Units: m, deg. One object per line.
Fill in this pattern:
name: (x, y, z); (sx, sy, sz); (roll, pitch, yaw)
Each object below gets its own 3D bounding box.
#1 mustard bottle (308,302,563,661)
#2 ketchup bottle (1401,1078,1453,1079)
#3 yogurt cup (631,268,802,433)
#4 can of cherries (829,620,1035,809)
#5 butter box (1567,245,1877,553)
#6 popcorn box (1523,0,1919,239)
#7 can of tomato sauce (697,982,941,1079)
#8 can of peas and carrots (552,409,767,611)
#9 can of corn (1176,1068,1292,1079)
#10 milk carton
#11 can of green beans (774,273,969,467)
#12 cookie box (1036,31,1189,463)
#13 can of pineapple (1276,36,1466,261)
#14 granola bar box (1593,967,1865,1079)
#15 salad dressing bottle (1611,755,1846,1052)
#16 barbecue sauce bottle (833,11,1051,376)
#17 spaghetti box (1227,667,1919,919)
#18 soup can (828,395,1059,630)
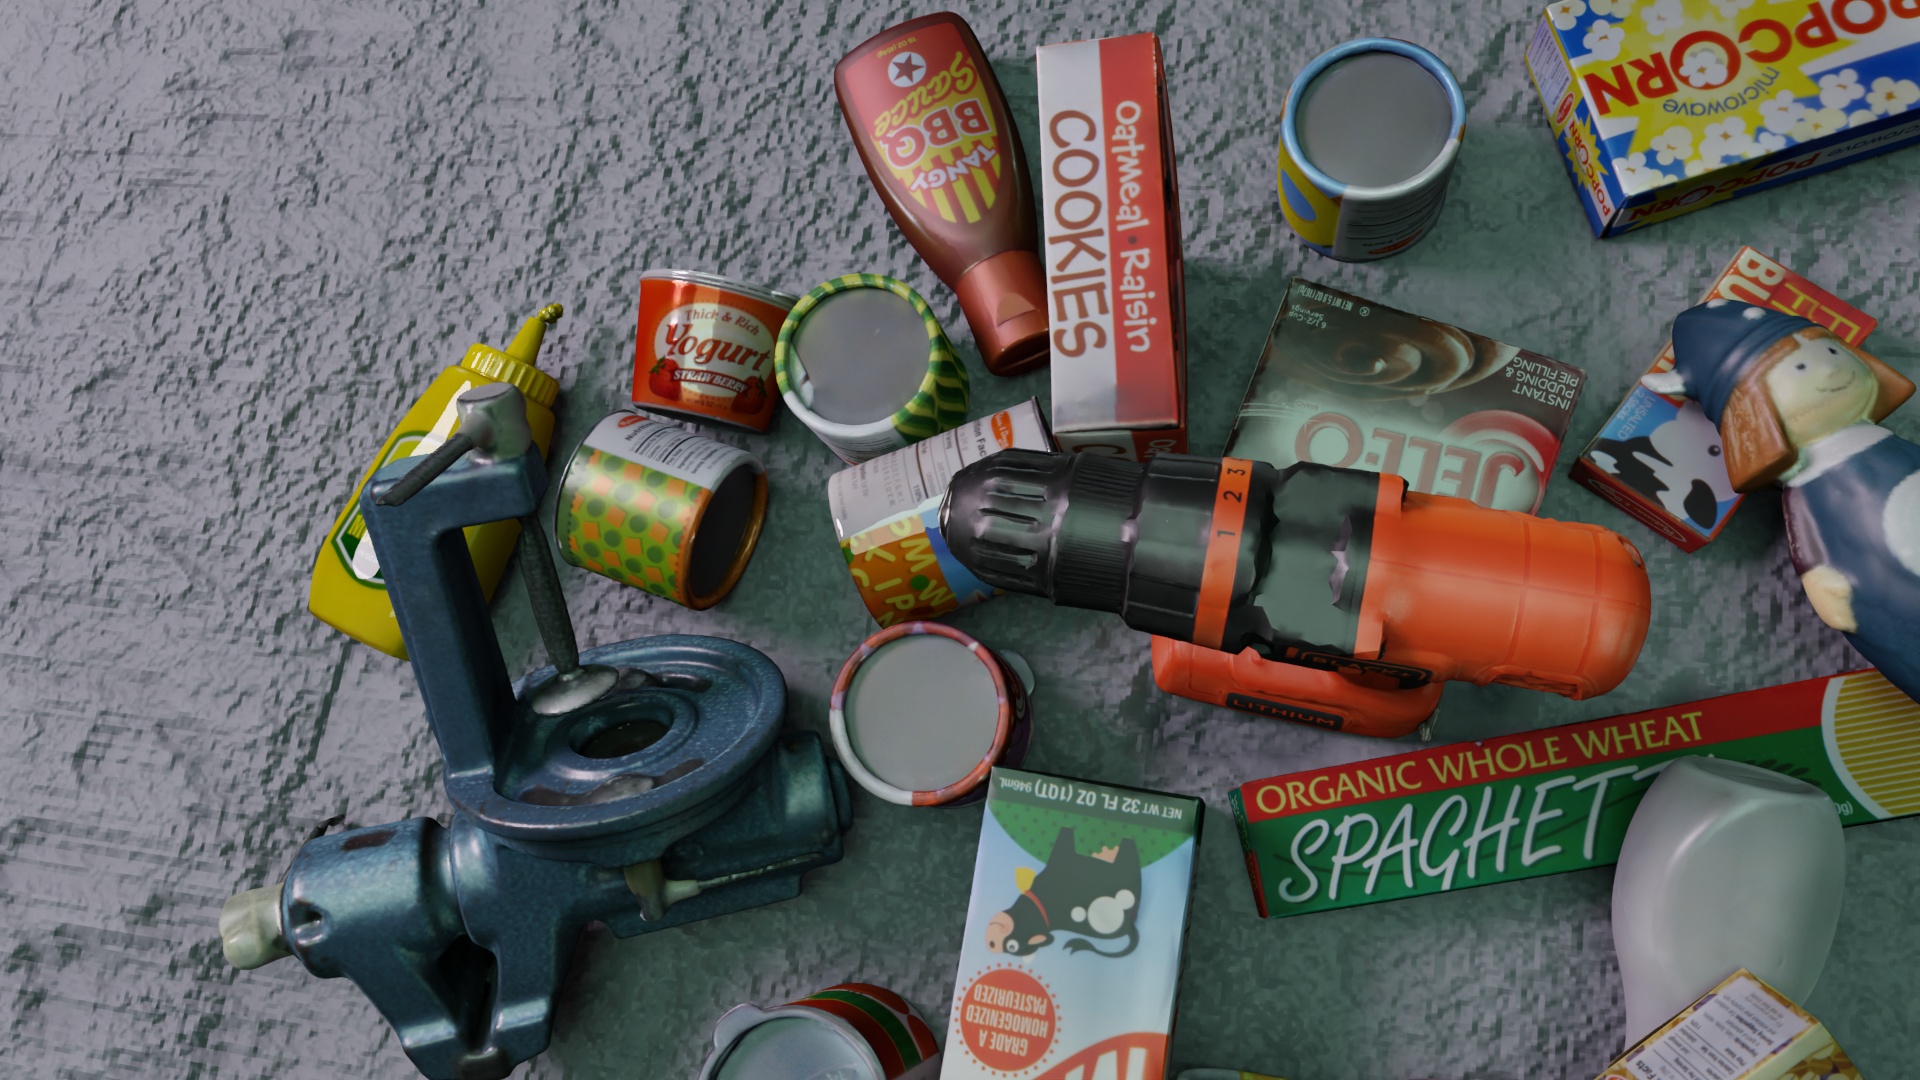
mustard bottle: (-0.207, -0.030, 0.576); (0.065, 0.048, 0.160); (22, 83, 13)
ketchup bottle: (0.159, 0.254, 0.445); (0.065, 0.043, 0.149); (2, 78, 9)
yogurt cup: (-0.100, -0.074, 0.559); (0.072, 0.072, 0.054); (11, 88, 13)
can of cherries: (-0.008, 0.063, 0.512); (0.071, 0.058, 0.071); (-2, 78, 11)
butter box: (0.274, -0.052, 0.502); (0.053, 0.024, 0.103); (38, 87, 16)
popcorn box: (0.291, -0.175, 0.520); (0.127, 0.038, 0.085); (-16, 76, 7)
can of tomato sauce: (-0.047, 0.189, 0.478); (0.071, 0.083, 0.071); (-2, 77, 10)
can of peas and carrots: (-0.117, -0.010, 0.547); (0.059, 0.071, 0.071); (19, 82, 14)
can of corn: (0.102, 0.210, 0.453); (0.071, 0.071, 0.058); (6, 79, 12)
milk carton: (0.035, 0.177, 0.471); (0.072, 0.073, 0.191); (7, 79, 13)
can of green beans: (-0.034, -0.064, 0.546); (0.071, 0.057, 0.071); (-2, 77, 10)
cookie box: (0.057, -0.073, 0.474); (0.040, 0.167, 0.123); (-4, 77, 9)
can of pineapple: (0.154, -0.149, 0.530); (0.071, 0.058, 0.071); (-2, 77, 11)
granola bar box: (0.234, 0.228, 0.407); (0.124, 0.039, 0.165); (-38, 98, 2)
salad dressing bottle: (0.234, 0.145, 0.438); (0.064, 0.044, 0.147); (9, 96, -6)
barbecue sauce bottle: (0.001, -0.139, 0.564); (0.065, 0.043, 0.149); (-23, 75, 4)
spaghetti box: (0.221, 0.086, 0.479); (0.250, 0.028, 0.050); (-12, 75, 8)
soup can: (0.002, -0.007, 0.524); (0.084, 0.071, 0.071); (-20, 75, 7)
